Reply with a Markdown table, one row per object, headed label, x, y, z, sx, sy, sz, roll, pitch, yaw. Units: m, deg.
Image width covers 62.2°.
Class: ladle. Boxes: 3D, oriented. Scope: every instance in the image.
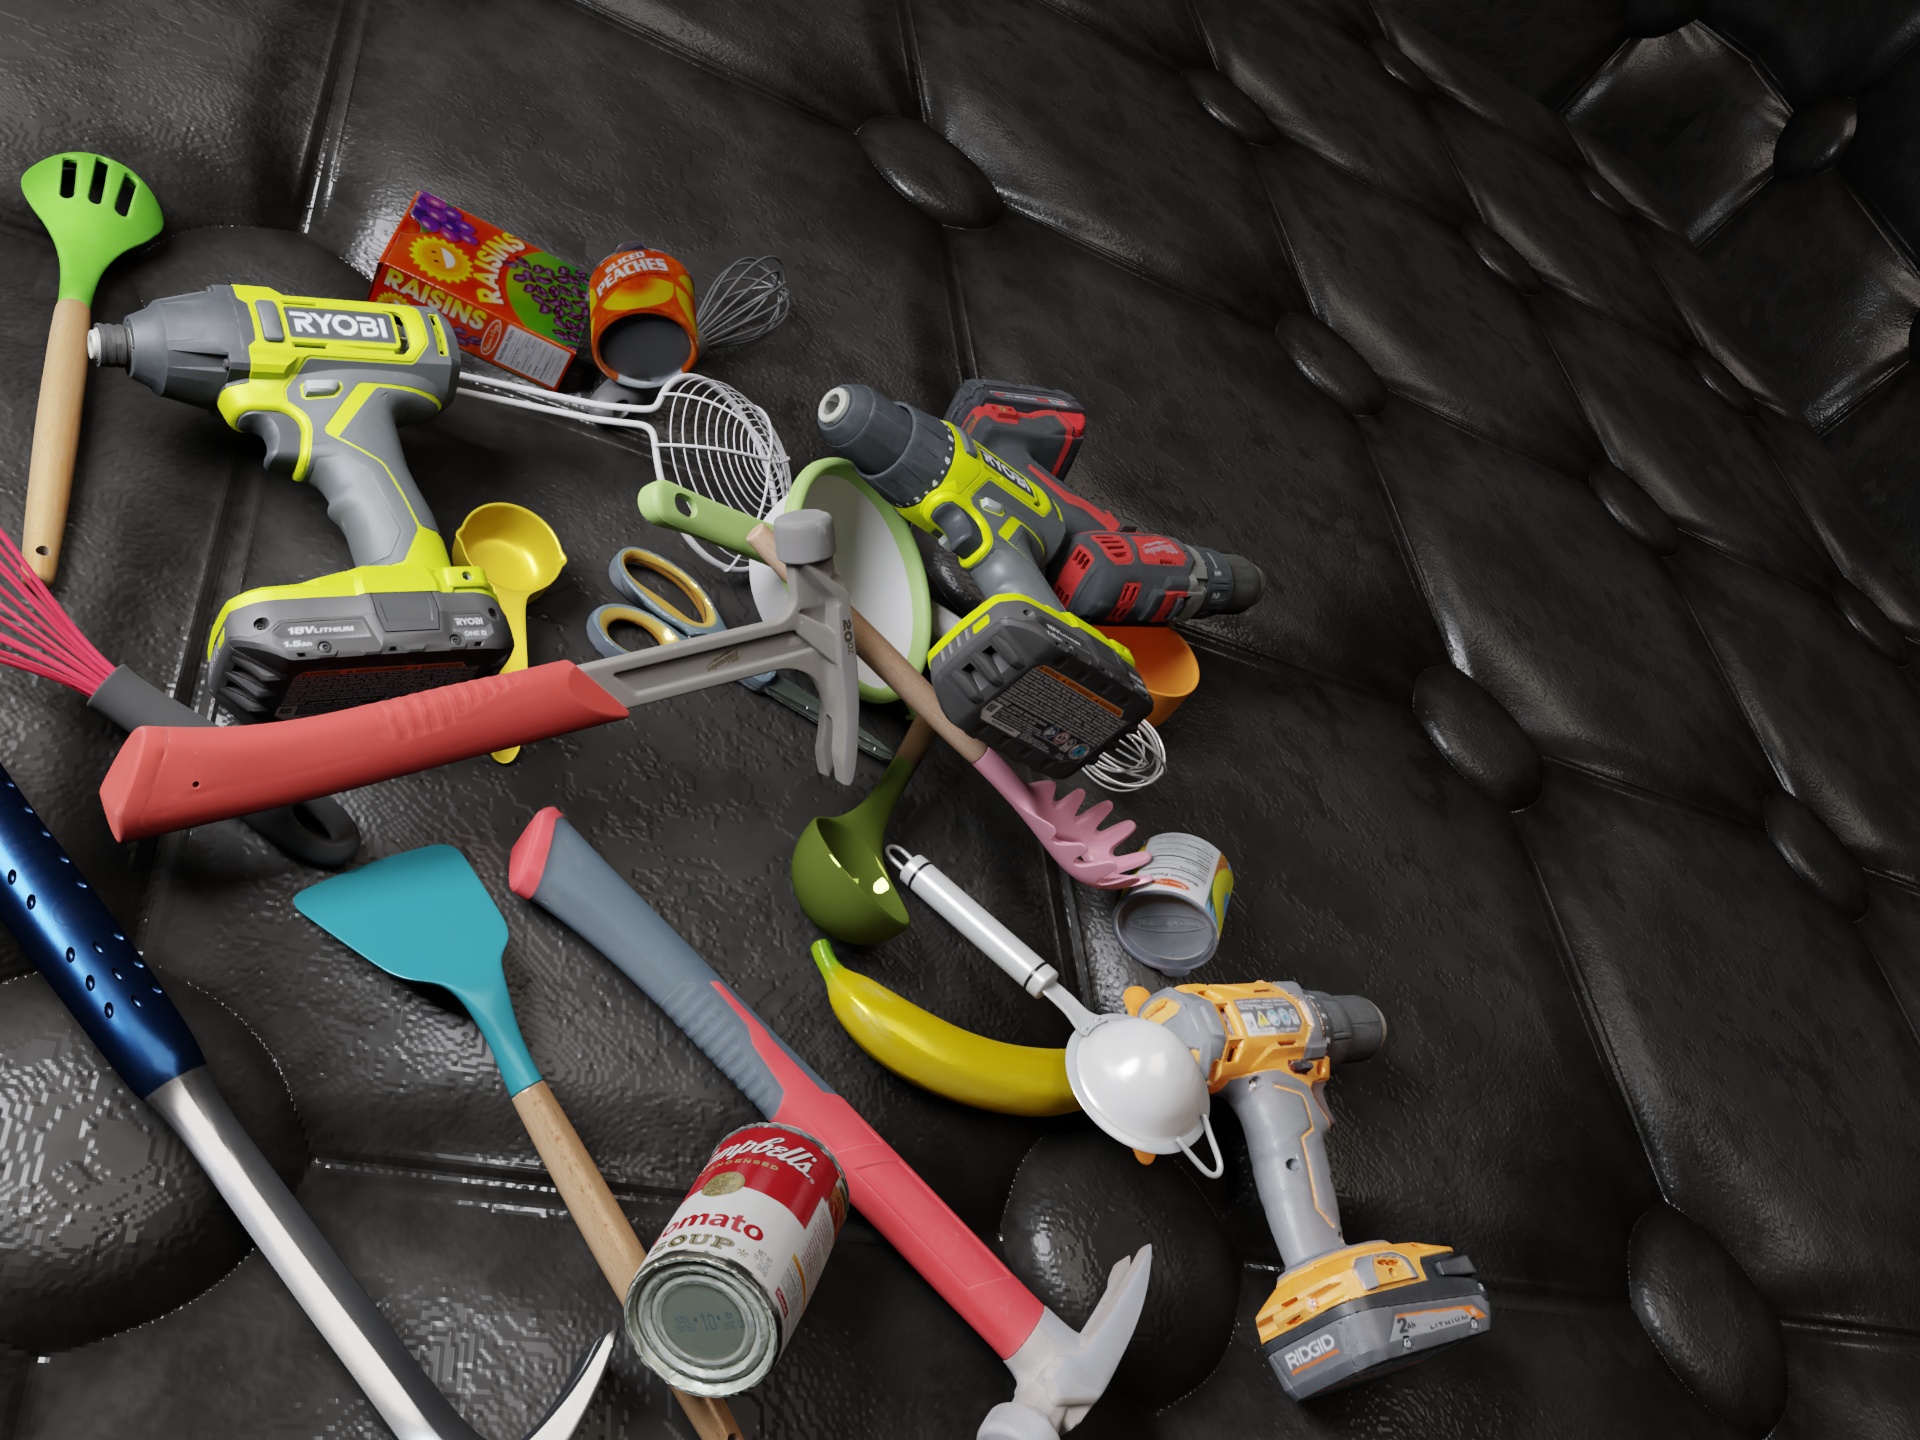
| label | x | y | z | sx | sy | sz | roll | pitch | yaw |
| --- | --- | --- | --- | --- | --- | --- | --- | --- | --- |
| ladle | -0.016 | 0.006 | 0.940 | 0.078 | 0.062 | 0.320 | 47 | 43 | -19 |

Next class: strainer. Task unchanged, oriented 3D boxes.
| label | x | y | z | sx | sy | sz | roll | pitch | yaw |
| --- | --- | --- | --- | --- | --- | --- | --- | --- | --- |
| strainer | -0.111 | -0.087 | 0.923 | 0.256 | 0.069 | 0.151 | 17 | 64 | -56 |
| strainer | 0.050 | 0.147 | 0.871 | 0.259 | 0.050 | 0.087 | 39 | 39 | 23 |

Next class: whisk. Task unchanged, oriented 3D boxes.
| label | x | y | z | sx | sy | sz | roll | pitch | yaw |
| --- | --- | --- | --- | --- | --- | --- | --- | --- | --- |
| whisk | -0.180 | -0.258 | 1.078 | 0.055 | 0.055 | 0.239 | 39 | 43 | -4 |
| whisk | 0.033 | -0.031 | 1.051 | 0.246 | 0.059 | 0.058 | 34 | 68 | -4 |
| whisk | -0.390 | -0.027 | 0.693 | 0.295 | 0.073 | 0.073 | 39 | 39 | -15 |

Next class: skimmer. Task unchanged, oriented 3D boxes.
| label | x | y | z | sx | sy | sz | roll | pitch | yaw |
| --- | --- | --- | --- | --- | --- | --- | --- | --- | --- |
| skimmer | -0.270 | -0.175 | 0.941 | 0.363 | 0.090 | 0.127 | 10 | 63 | -20 |

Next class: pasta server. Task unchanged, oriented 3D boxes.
| label | x | y | z | sx | sy | sz | roll | pitch | yaw |
| --- | --- | --- | --- | --- | --- | --- | --- | --- | --- |
| pasta server | -0.001 | -0.003 | 0.906 | 0.316 | 0.040 | 0.060 | 45 | 25 | -23 |

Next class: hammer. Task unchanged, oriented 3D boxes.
| label | x | y | z | sx | sy | sz | roll | pitch | yaw |
| --- | --- | --- | --- | --- | --- | --- | --- | --- | --- |
| hammer | -0.068 | 0.182 | 0.782 | 0.386 | 0.038 | 0.143 | 45 | 38 | 3 |
| hammer | -0.205 | 0.002 | 0.753 | 0.359 | 0.149 | 0.037 | -17 | 24 | -34 |
| hammer | -0.297 | 0.149 | 0.625 | 0.405 | 0.035 | 0.144 | 49 | 40 | 8 |

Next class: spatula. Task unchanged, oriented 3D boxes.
| label | x | y | z | sx | sy | sz | roll | pitch | yaw |
| --- | --- | --- | --- | --- | --- | --- | --- | --- | --- |
| spatula | -0.180 | 0.188 | 0.698 | 0.082 | 0.044 | 0.317 | -21 | 75 | -47 |

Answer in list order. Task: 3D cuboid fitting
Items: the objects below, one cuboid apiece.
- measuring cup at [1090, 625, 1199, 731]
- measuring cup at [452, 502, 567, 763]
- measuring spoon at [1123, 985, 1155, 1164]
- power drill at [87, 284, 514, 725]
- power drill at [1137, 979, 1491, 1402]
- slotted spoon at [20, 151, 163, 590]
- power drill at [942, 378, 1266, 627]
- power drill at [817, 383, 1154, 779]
| label | x | y | z | sx | sy | sz | roll | pitch | yaw |
| --- | --- | --- | --- | --- | --- | --- | --- | --- | --- |
| measuring cup | 0.079 | -0.053 | 1.105 | 0.173 | 0.052 | 0.095 | 27 | 39 | -7 |
| measuring cup | -0.247 | -0.044 | 0.855 | 0.062 | 0.029 | 0.157 | 12 | 60 | -32 |
| measuring spoon | 0.107 | 0.203 | 0.925 | 0.021 | 0.011 | 0.117 | 24 | 43 | -21 |
| power drill | -0.320 | -0.112 | 0.784 | 0.171 | 0.080 | 0.223 | -6 | 66 | -38 |
| power drill | 0.213 | 0.253 | 0.914 | 0.185 | 0.084 | 0.226 | 5 | 51 | -38 |
| slotted spoon | -0.452 | -0.191 | 0.810 | 0.070 | 0.031 | 0.314 | 11 | 50 | -33 |
| power drill | 0.100 | -0.147 | 1.136 | 0.187 | 0.080 | 0.227 | -2 | 42 | -41 |
| power drill | 0.010 | -0.091 | 0.928 | 0.190 | 0.080 | 0.229 | 28 | 31 | -44 |
